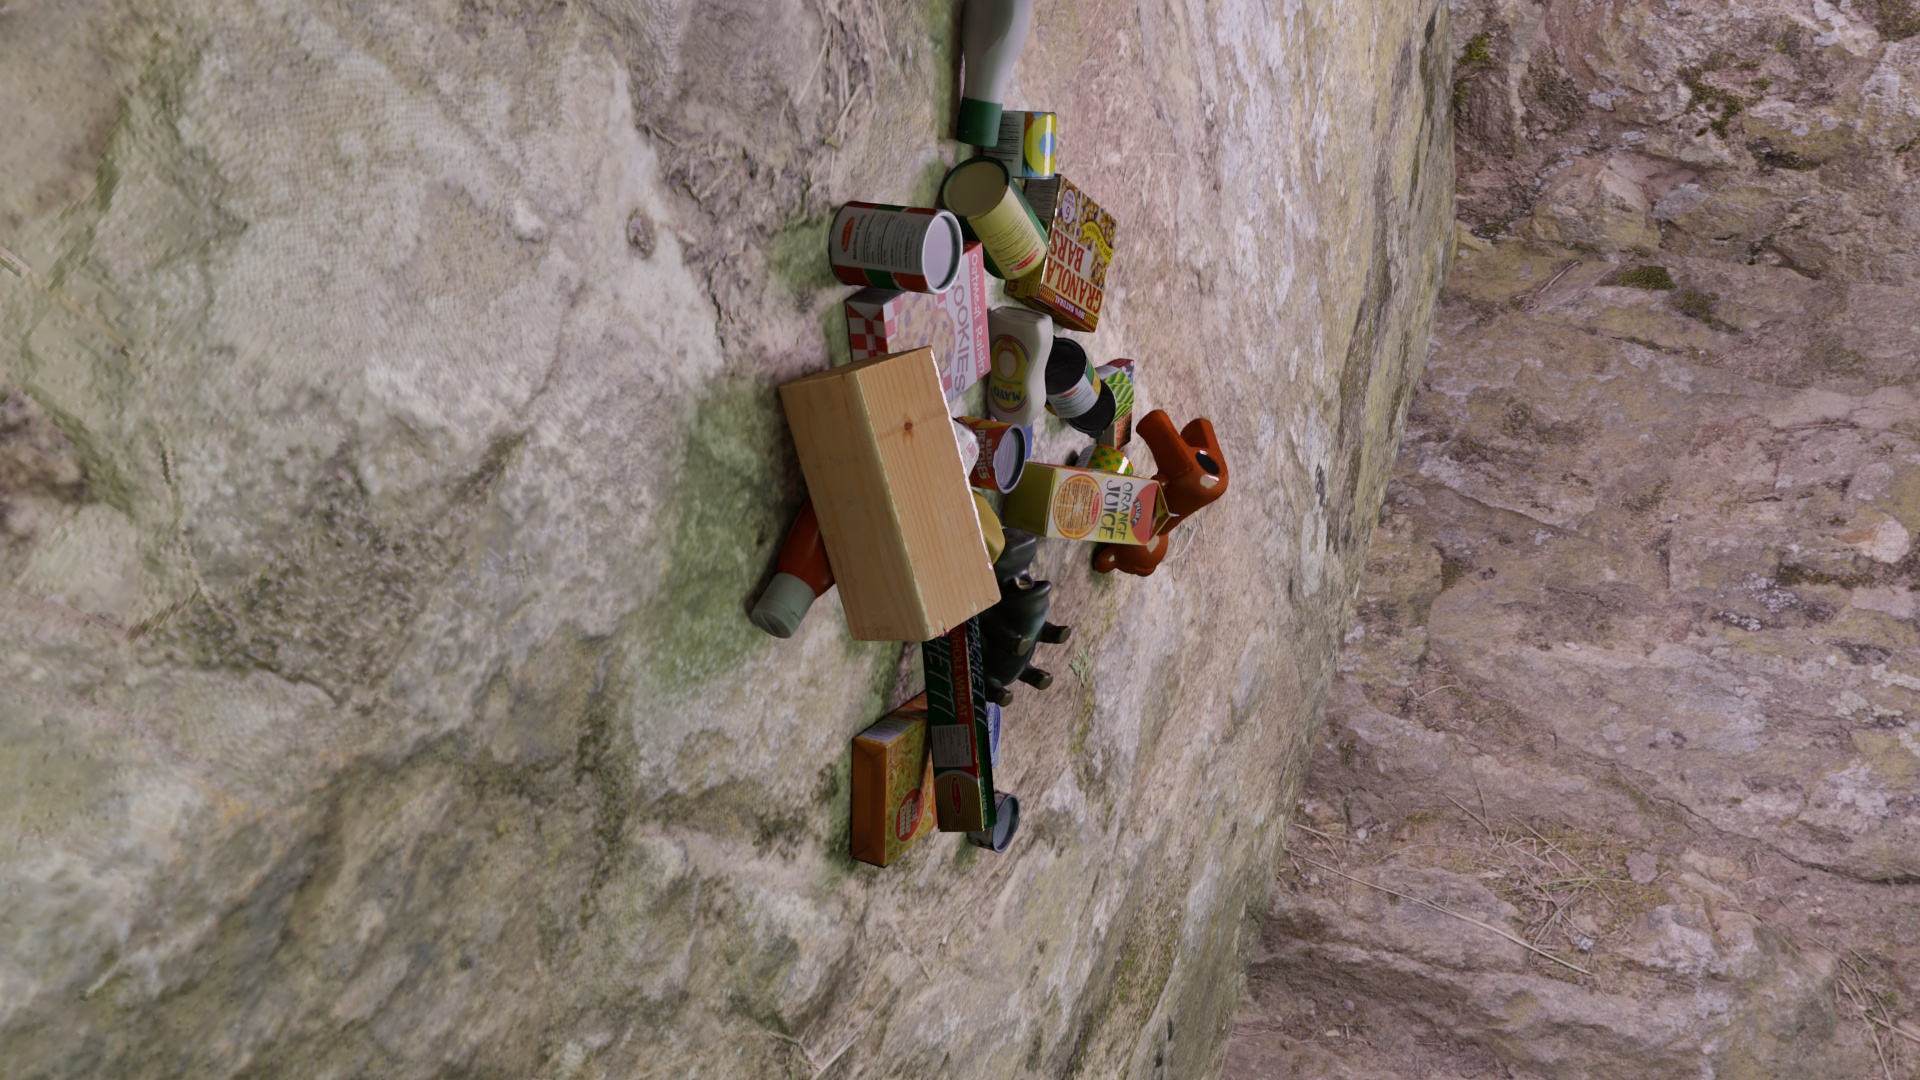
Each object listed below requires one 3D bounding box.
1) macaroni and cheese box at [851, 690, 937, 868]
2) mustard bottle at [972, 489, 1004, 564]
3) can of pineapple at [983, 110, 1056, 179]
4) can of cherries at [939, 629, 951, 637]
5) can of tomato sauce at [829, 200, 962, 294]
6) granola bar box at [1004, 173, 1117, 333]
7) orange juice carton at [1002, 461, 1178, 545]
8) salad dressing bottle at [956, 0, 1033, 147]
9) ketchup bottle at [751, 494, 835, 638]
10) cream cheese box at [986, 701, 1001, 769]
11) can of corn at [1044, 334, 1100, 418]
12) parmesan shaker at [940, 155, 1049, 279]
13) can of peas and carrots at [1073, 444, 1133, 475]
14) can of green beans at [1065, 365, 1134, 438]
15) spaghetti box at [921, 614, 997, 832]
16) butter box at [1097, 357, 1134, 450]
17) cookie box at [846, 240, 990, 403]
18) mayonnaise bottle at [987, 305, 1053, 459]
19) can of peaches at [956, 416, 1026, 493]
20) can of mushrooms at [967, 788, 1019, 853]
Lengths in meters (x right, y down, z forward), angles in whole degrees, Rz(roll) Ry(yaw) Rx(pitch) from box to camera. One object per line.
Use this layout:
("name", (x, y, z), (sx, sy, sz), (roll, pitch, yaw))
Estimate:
("macaroni and cheese box", (-0.043, 0.216, 1.319), (0.167, 0.040, 0.123), (-26, 123, -58))
("mustard bottle", (0.005, -0.016, 1.274), (0.048, 0.065, 0.161), (-51, -169, 13))
("can of pineapple", (0.054, -0.358, 1.256), (0.071, 0.071, 0.057), (-29, 125, -57))
("can of cherries", (-0.037, 0.052, 1.245), (0.072, 0.058, 0.071), (-34, 129, -56))
("can of tomato sauce", (-0.048, -0.228, 1.082), (0.071, 0.083, 0.071), (-35, 130, -54))
("granola bar box", (0.106, -0.290, 1.419), (0.165, 0.039, 0.124), (10, 91, -64))
("orange juice carton", (0.143, -0.039, 1.474), (0.193, 0.072, 0.073), (4, 97, -39))
("salad dressing bottle", (0.025, -0.414, 1.188), (0.044, 0.064, 0.147), (-10, 119, -43))
("ketchup bottle", (-0.112, 0.009, 1.092), (0.149, 0.043, 0.064), (-61, 140, -31))
("cream cheese box", (0.022, 0.198, 1.460), (0.053, 0.024, 0.103), (-30, 126, -57))
("can of corn", (0.106, -0.170, 1.439), (0.058, 0.071, 0.071), (46, 59, -60))
("parmesan shaker", (0.033, -0.289, 1.237), (0.103, 0.071, 0.071), (44, 61, -59))
("can of peas and carrots", (0.159, -0.066, 1.580), (0.059, 0.071, 0.070), (-63, 150, -31))
("can of green beans", (0.152, -0.156, 1.533), (0.058, 0.071, 0.071), (-32, 128, -57))
("spaghetti box", (-0.004, 0.141, 1.281), (0.029, 0.050, 0.250), (2, 82, -61))
("butter box", (0.184, -0.160, 1.644), (0.053, 0.024, 0.103), (-34, 130, -55))
("cookie box", (-0.032, -0.173, 1.186), (0.168, 0.040, 0.122), (-44, 138, -48))
("mayonnaise bottle", (0.054, -0.150, 1.348), (0.041, 0.065, 0.147), (-36, 135, -50))
("can of peaches", (0.022, -0.082, 1.311), (0.071, 0.058, 0.071), (-36, 132, -54))
("can of mushrooms", (0.038, 0.307, 1.525), (0.071, 0.033, 0.070), (-34, 129, -56))
